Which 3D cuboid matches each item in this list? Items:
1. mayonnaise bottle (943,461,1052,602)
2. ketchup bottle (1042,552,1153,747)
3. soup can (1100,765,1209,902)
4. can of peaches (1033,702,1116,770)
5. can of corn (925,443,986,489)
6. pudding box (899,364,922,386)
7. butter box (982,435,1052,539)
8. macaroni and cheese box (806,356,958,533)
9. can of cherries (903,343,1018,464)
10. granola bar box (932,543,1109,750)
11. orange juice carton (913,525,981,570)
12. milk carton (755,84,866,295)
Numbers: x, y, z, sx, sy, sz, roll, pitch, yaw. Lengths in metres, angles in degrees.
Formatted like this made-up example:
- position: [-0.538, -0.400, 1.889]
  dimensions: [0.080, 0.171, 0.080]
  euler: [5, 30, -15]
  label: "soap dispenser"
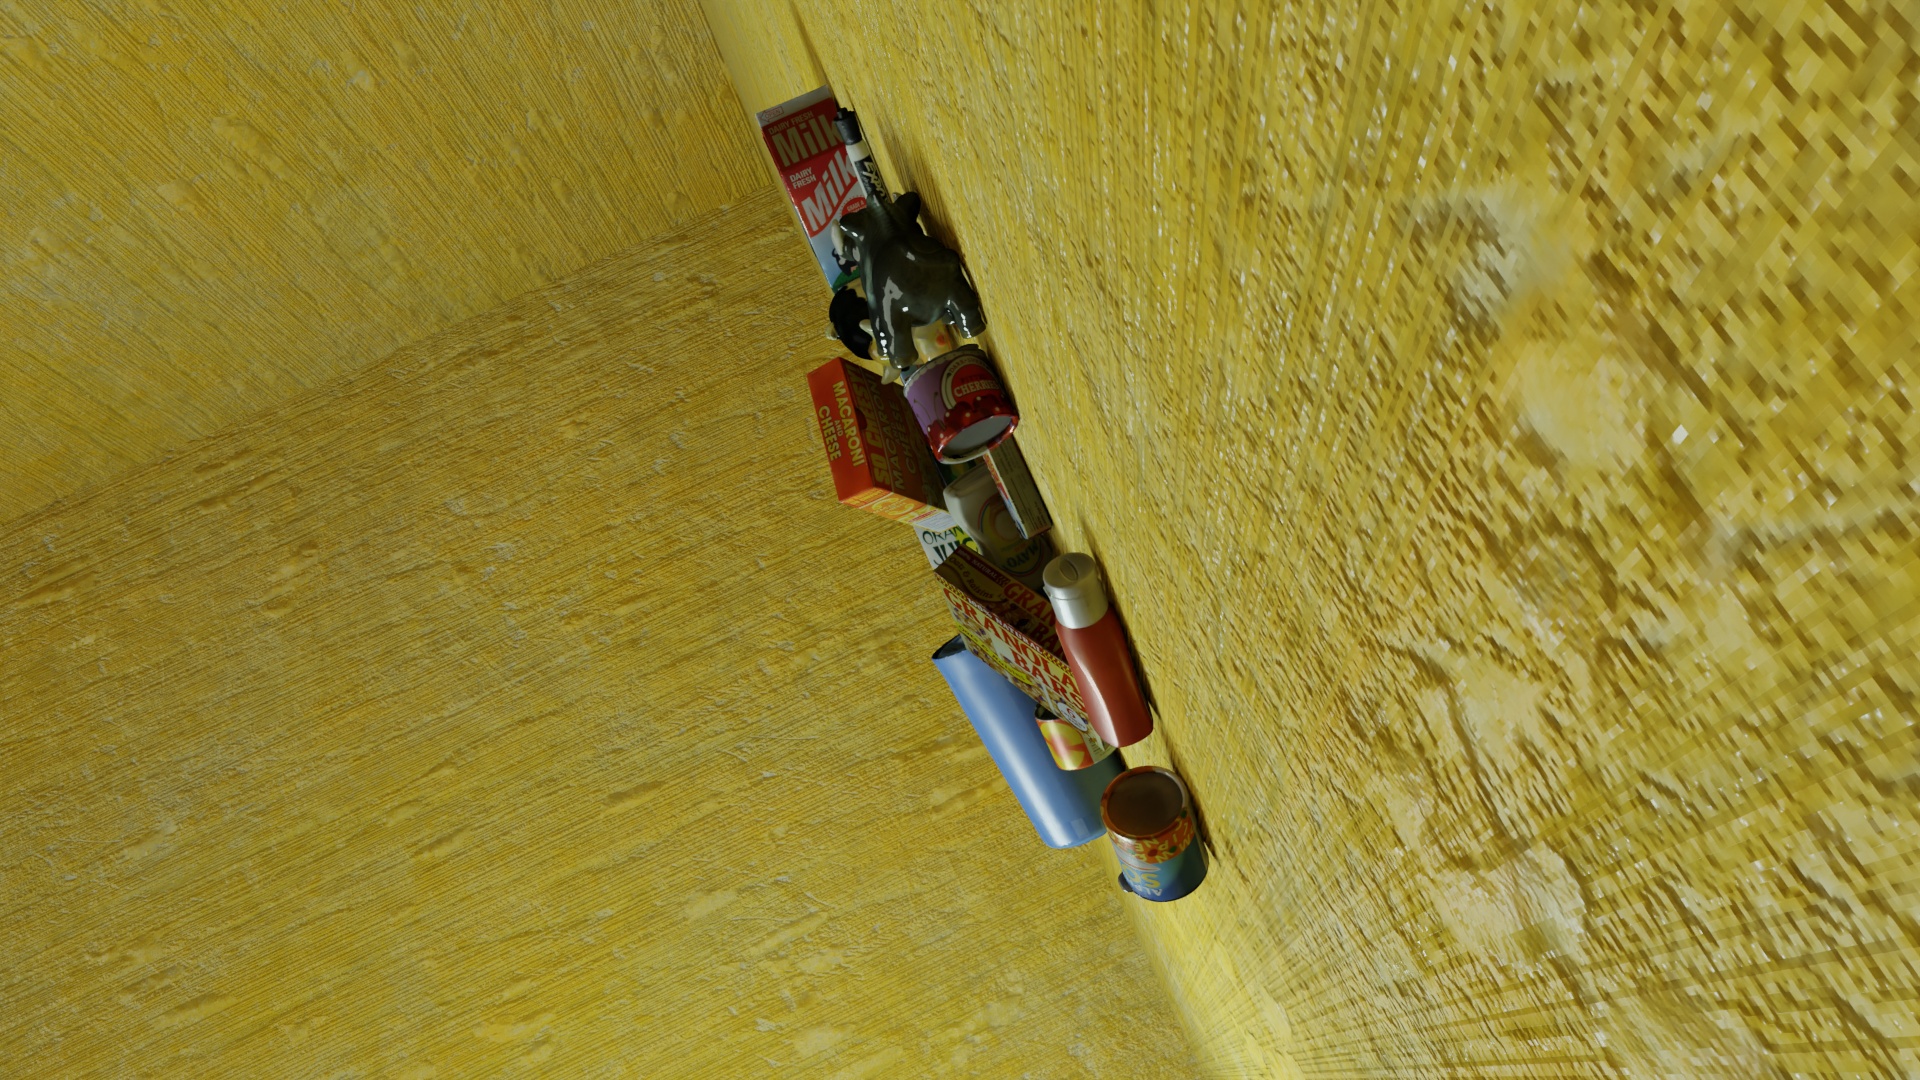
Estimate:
- position: [0.044, 0.006, 1.165]
  dimensions: [0.147, 0.065, 0.041]
  euler: [61, 165, -22]
  label: "mayonnaise bottle"
- position: [0.093, 0.074, 0.959]
  dimensions: [0.065, 0.043, 0.148]
  euler: [-120, 6, -53]
  label: "ketchup bottle"
- position: [0.141, 0.218, 1.025]
  dimensions: [0.071, 0.071, 0.083]
  euler: [-118, 4, -49]
  label: "soup can"
- position: [0.110, 0.179, 1.331]
  dimensions: [0.071, 0.071, 0.058]
  euler: [-127, 11, -77]
  label: "can of peaches"
- position: [0.010, -0.063, 1.196]
  dimensions: [0.071, 0.058, 0.071]
  euler: [162, 83, -88]
  label: "can of corn"
- position: [-0.042, -0.165, 1.630]
  dimensions: [0.049, 0.030, 0.084]
  euler: [90, 155, -83]
  label: "pudding box"
- position: [0.039, -0.052, 1.096]
  dimensions: [0.053, 0.024, 0.103]
  euler: [-174, 59, -86]
  label: "butter box"
- position: [-0.060, -0.081, 1.218]
  dimensions: [0.166, 0.040, 0.124]
  euler: [18, -128, -60]
  label: "macaroni and cheese box"
- position: [0.002, -0.097, 0.991]
  dimensions: [0.071, 0.071, 0.058]
  euler: [73, 172, -71]
  label: "can of cherries"
- position: [0.060, 0.086, 1.135]
  dimensions: [0.166, 0.039, 0.123]
  euler: [34, 159, 35]
  label: "granola bar box"
- position: [0.005, -0.017, 1.338]
  dimensions: [0.192, 0.071, 0.073]
  euler: [66, -155, -18]
  label: "orange juice carton"
- position: [-0.125, -0.329, 1.288]
  dimensions: [0.189, 0.072, 0.074]
  euler: [68, 176, -49]
  label: "milk carton"
